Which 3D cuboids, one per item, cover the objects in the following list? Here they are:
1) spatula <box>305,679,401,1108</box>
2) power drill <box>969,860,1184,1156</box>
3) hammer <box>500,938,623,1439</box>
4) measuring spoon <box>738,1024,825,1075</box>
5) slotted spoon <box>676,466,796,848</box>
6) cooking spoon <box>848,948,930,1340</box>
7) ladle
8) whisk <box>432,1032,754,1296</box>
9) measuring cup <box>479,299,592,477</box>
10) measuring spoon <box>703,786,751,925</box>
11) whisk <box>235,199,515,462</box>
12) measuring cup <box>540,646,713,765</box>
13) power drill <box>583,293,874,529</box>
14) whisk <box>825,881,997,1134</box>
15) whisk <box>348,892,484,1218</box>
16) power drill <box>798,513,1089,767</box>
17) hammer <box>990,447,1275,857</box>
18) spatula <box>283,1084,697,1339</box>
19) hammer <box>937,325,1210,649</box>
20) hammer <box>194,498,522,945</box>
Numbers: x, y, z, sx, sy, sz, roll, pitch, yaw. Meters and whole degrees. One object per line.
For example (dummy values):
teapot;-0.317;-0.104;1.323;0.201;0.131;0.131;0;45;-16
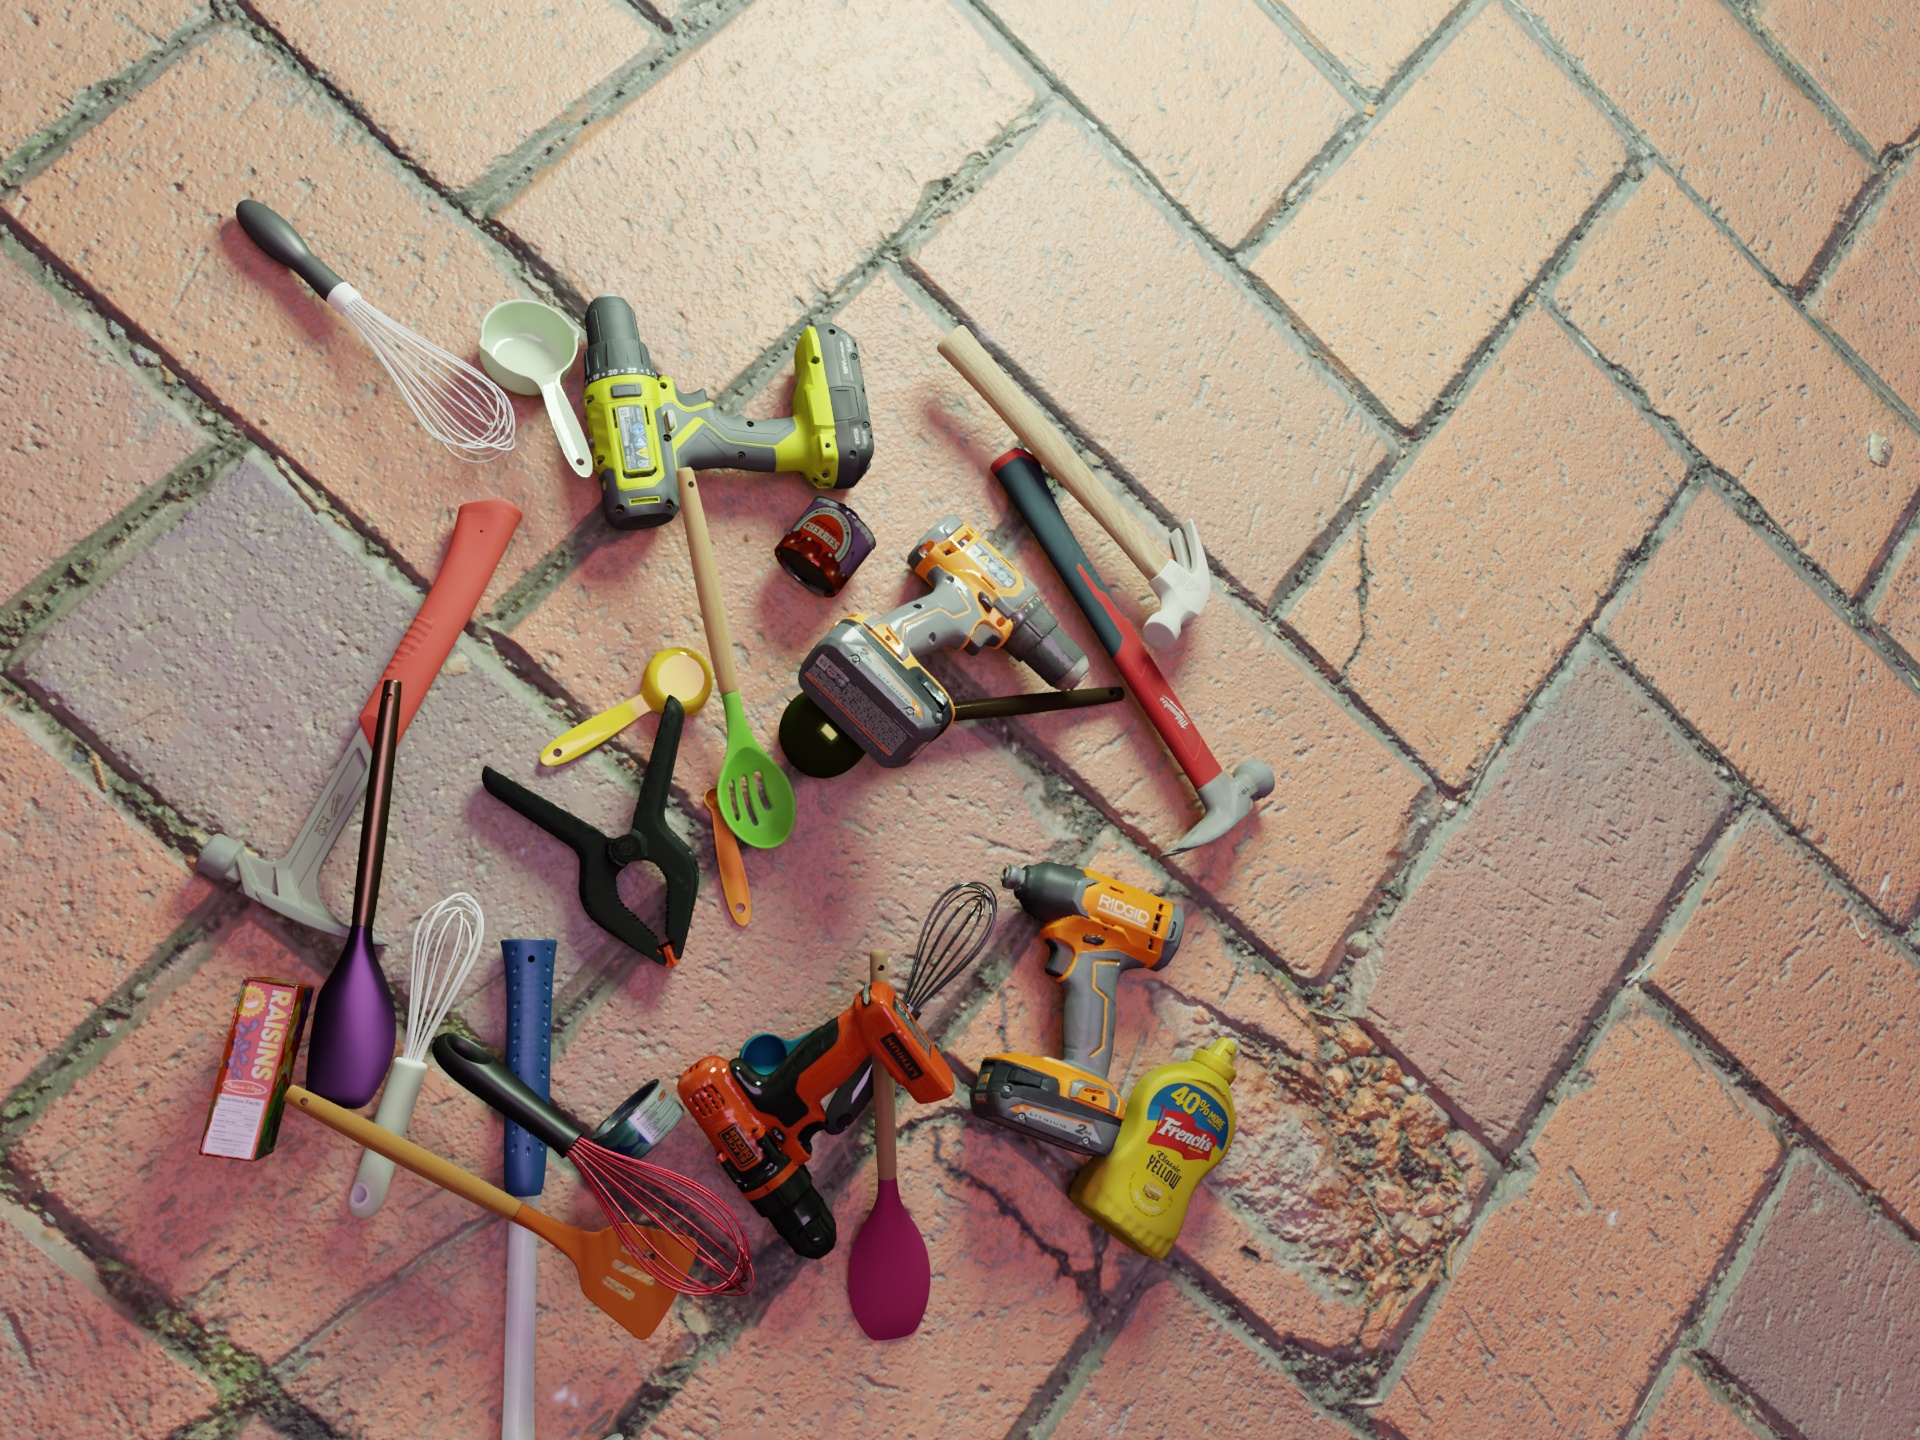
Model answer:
spatula;-0.437;0.126;1.177;0.059;0.018;0.316;6;83;-13
power drill;0.085;0.233;1.339;0.164;0.084;0.227;23;70;-13
hammer;-0.324;0.370;1.202;0.144;0.035;0.406;2;80;-18
measuring spoon;-0.124;0.261;1.300;0.128;0.021;0.042;-15;98;-29
slotted spoon;-0.191;-0.049;1.288;0.070;0.031;0.313;-17;99;-37
cooking spoon;-0.060;0.342;1.277;0.068;0.017;0.319;-3;93;-17
ladle;-0.002;-0.004;1.374;0.320;0.062;0.078;-6;74;-26
whisk;-0.268;0.323;1.163;0.296;0.073;0.073;37;71;4
measuring cup;-0.335;-0.261;1.286;0.083;0.038;0.168;-17;76;-30
measuring spoon;-0.191;0.112;1.304;0.021;0.011;0.117;-13;89;-25
whisk;-0.464;-0.311;1.260;0.284;0.070;0.070;42;71;-3
measuring cup;-0.269;-0.008;1.285;0.156;0.029;0.062;-33;92;-22
power drill;-0.199;-0.266;1.328;0.228;0.080;0.190;-8;85;-17
whisk;-0.044;0.235;1.308;0.055;0.055;0.239;35;79;-10
whisk;-0.409;0.249;1.192;0.058;0.059;0.246;11;79;21
power drill;-0.004;-0.054;1.322;0.185;0.084;0.226;44;49;0
hammer;0.131;-0.066;1.410;0.143;0.038;0.386;-33;90;-37
spatula;-0.347;0.350;1.168;0.322;0.041;0.081;30;73;-7
hammer;0.103;-0.218;1.412;0.331;0.031;0.130;47;47;-8
hammer;-0.428;-0.011;1.230;0.149;0.037;0.359;28;74;-12
